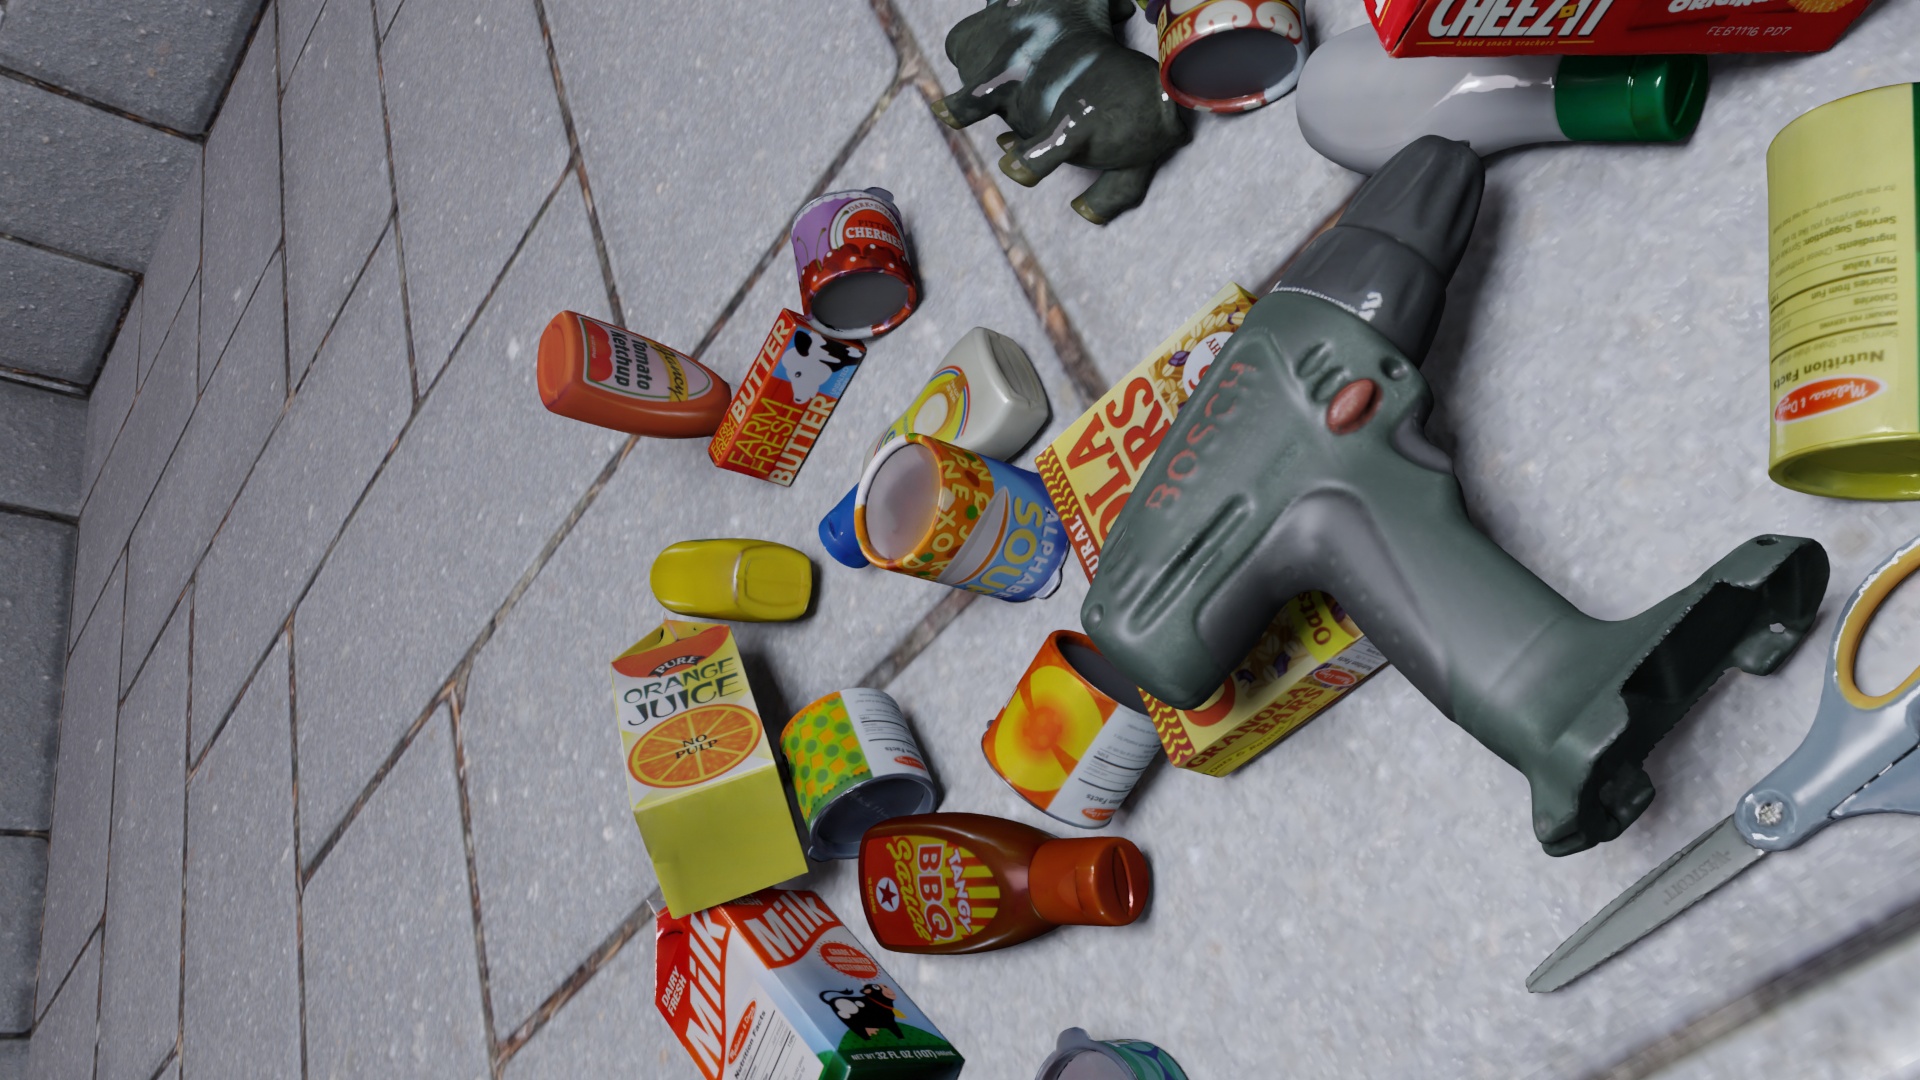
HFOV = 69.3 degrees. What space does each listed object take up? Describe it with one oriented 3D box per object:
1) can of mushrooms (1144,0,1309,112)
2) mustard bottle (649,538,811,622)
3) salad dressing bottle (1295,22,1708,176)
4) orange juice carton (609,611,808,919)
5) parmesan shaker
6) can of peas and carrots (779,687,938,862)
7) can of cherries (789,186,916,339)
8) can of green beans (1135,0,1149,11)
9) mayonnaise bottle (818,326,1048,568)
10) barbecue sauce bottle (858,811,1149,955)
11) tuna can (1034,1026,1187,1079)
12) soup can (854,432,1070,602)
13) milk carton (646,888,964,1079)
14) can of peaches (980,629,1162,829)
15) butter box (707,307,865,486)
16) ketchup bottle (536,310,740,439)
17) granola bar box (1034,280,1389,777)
[{"bbox_3d":[0.117,-0.221,0.613,0.071,0.071,0.033,-18,67,44],"label":"can of mushrooms"},{"bbox_3d":[-0.152,0.023,0.843,0.160,0.065,0.049,0,82,52],"label":"mustard bottle"},{"bbox_3d":[0.199,-0.169,0.526,0.148,0.044,0.064,18,85,48],"label":"salad dressing bottle"},{"bbox_3d":[-0.143,0.110,0.758,0.193,0.073,0.071,-127,22,-61],"label":"orange juice carton"},{"bbox_3d":[0.270,-0.069,0.394,0.071,0.071,0.103,-6,73,48],"label":"parmesan shaker"},{"bbox_3d":[-0.054,0.118,0.697,0.070,0.071,0.059,-51,45,25],"label":"can of peas and carrots"},{"bbox_3d":[-0.060,-0.159,0.795,0.071,0.071,0.058,-35,54,37],"label":"can of cherries"},{"bbox_3d":[0.114,-0.277,0.639,0.071,0.071,0.058,-4,76,48],"label":"can of green beans"},{"bbox_3d":[-0.019,-0.042,0.729,0.147,0.041,0.065,-44,50,30],"label":"mayonnaise bottle"},{"bbox_3d":[0.017,0.153,0.623,0.148,0.044,0.065,-15,82,45],"label":"barbecue sauce bottle"},{"bbox_3d":[0.061,0.232,0.557,0.071,0.033,0.071,-18,65,44],"label":"tuna can"},{"bbox_3d":[0.002,-0.008,0.662,0.071,0.084,0.071,-18,66,44],"label":"soup can"},{"bbox_3d":[-0.090,0.233,0.697,0.191,0.072,0.073,31,102,47],"label":"milk carton"},{"bbox_3d":[0.050,0.078,0.593,0.058,0.071,0.071,-59,43,17],"label":"can of peaches"},{"bbox_3d":[-0.105,-0.084,0.831,0.103,0.053,0.024,-58,41,18],"label":"butter box"},{"bbox_3d":[-0.180,-0.090,0.845,0.043,0.149,0.065,-37,54,35],"label":"ketchup bottle"},{"bbox_3d":[0.110,-0.006,0.571,0.123,0.039,0.166,-42,50,26],"label":"granola bar box"}]
